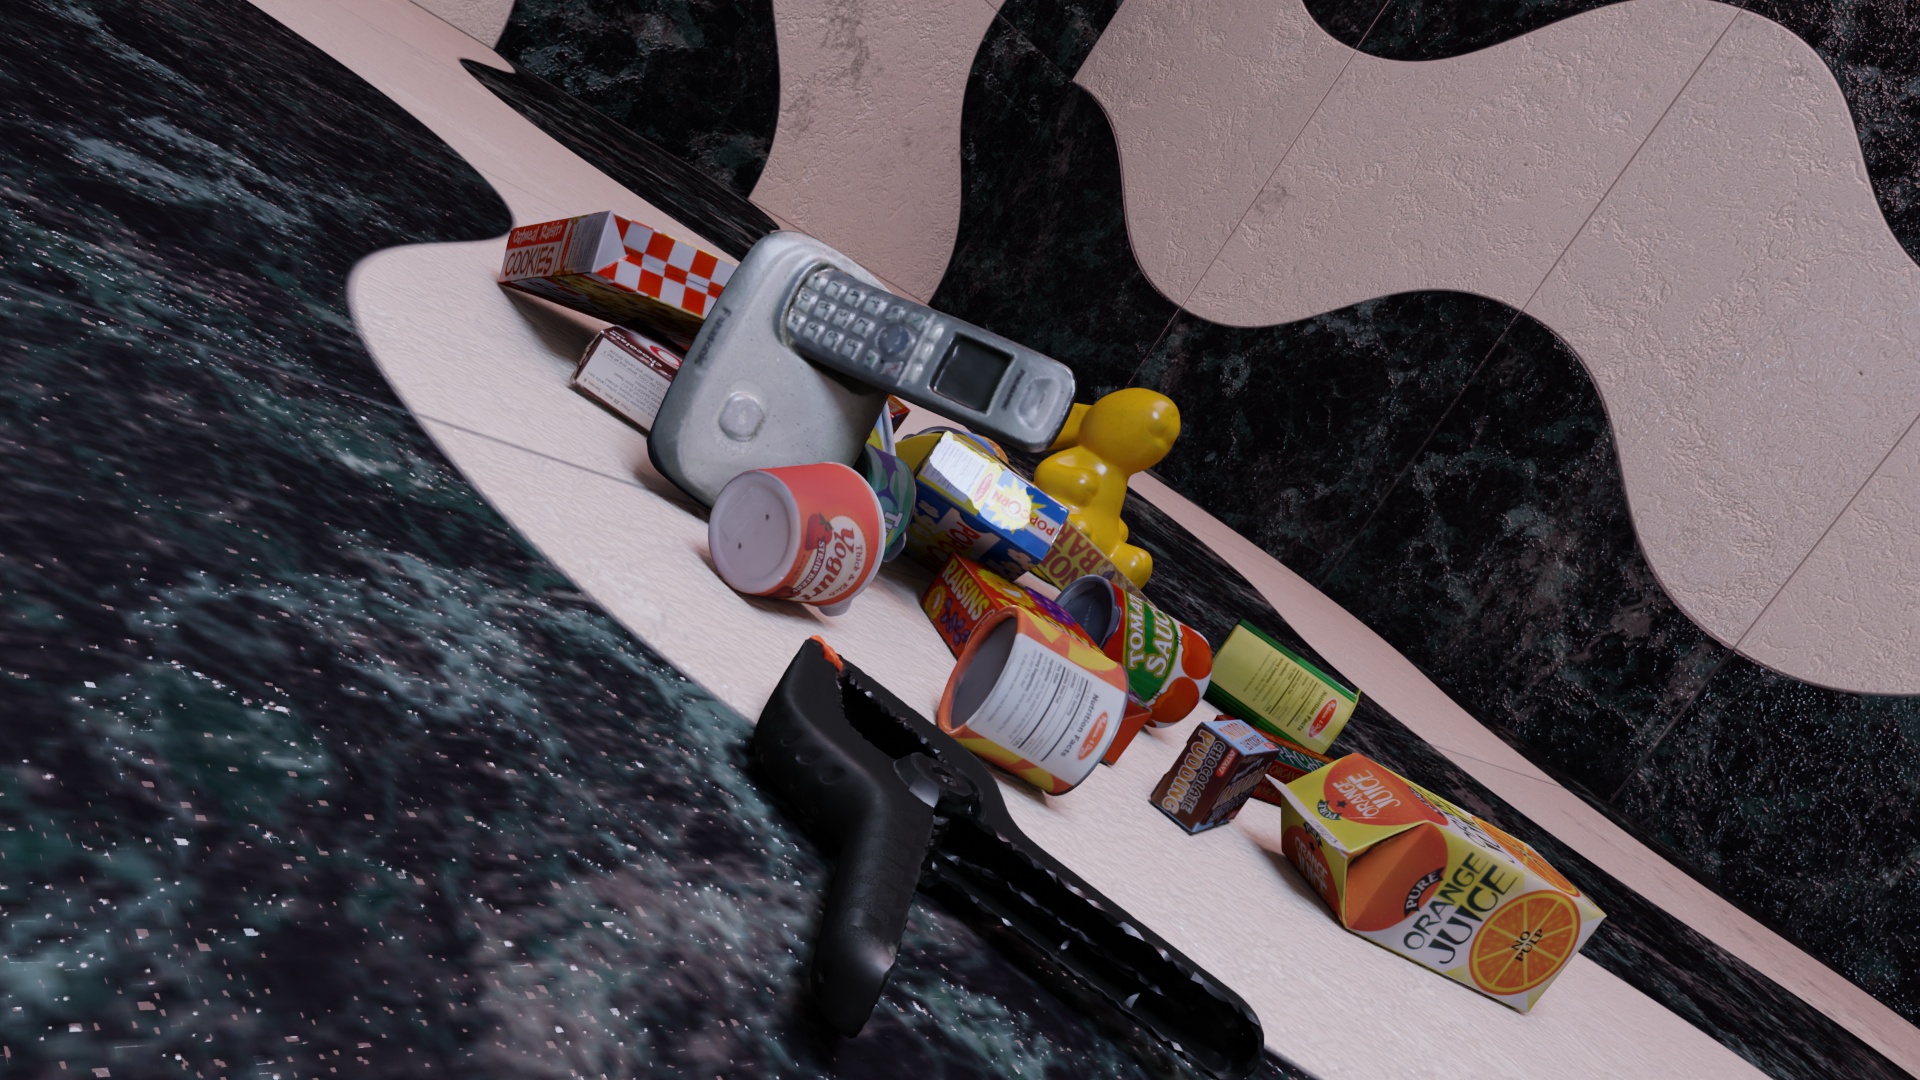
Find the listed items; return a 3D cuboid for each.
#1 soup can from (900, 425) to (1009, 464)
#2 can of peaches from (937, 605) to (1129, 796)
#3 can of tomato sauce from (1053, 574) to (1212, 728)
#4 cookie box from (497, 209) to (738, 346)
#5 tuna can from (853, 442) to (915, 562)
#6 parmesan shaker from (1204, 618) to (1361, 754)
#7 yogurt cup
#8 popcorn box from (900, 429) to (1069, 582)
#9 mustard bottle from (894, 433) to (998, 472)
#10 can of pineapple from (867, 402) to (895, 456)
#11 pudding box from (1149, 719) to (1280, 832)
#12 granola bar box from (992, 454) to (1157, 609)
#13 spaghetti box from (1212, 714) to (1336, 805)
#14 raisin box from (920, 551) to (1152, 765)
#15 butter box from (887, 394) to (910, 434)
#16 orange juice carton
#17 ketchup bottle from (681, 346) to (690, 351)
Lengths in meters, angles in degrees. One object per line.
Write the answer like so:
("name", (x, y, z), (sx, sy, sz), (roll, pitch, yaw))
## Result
("soup can", (-0.005, -0.054, 1.065), (0.071, 0.071, 0.084), (36, 10, 14))
("can of peaches", (0.030, 0.070, 0.610), (0.058, 0.071, 0.071), (30, 10, -16))
("can of tomato sauce", (0.099, 0.066, 0.824), (0.083, 0.071, 0.071), (29, 11, -29))
("cookie box", (-0.192, -0.155, 0.841), (0.123, 0.040, 0.167), (18, -3, -36))
("tuna can", (-0.057, -0.019, 0.747), (0.033, 0.071, 0.071), (24, 14, -42))
("parmesan shaker", (0.236, 0.111, 1.037), (0.103, 0.071, 0.071), (35, 10, 9))
("yogurt cup", (-0.076, -0.003, 0.626), (0.072, 0.072, 0.054), (39, 19, 28))
("popcorn box", (0.003, -0.010, 0.818), (0.085, 0.038, 0.126), (33, -19, -5))
("mustard bottle", (-0.025, -0.043, 0.959), (0.048, 0.065, 0.160), (42, -9, -24))
("can of pineapple", (-0.071, -0.056, 0.819), (0.058, 0.071, 0.071), (-7, 10, 3))
("pudding box", (0.135, 0.122, 0.729), (0.030, 0.049, 0.084), (36, 9, 25))
("granola bar box", (0.081, 0.020, 0.955), (0.165, 0.039, 0.124), (44, 2, -24))
("spaghetti box", (0.248, 0.167, 0.933), (0.250, 0.028, 0.050), (24, 14, -42))
("raisin box", (0.038, 0.060, 0.747), (0.086, 0.040, 0.124), (27, 11, -28))
("butter box", (-0.066, -0.082, 1.046), (0.024, 0.053, 0.104), (36, 10, -1))
("orange juice carton", (0.248, 0.179, 0.753), (0.192, 0.073, 0.072), (29, 11, -25))
("ketchup bottle", (-0.144, -0.119, 1.005), (0.149, 0.043, 0.065), (24, 24, -46))
